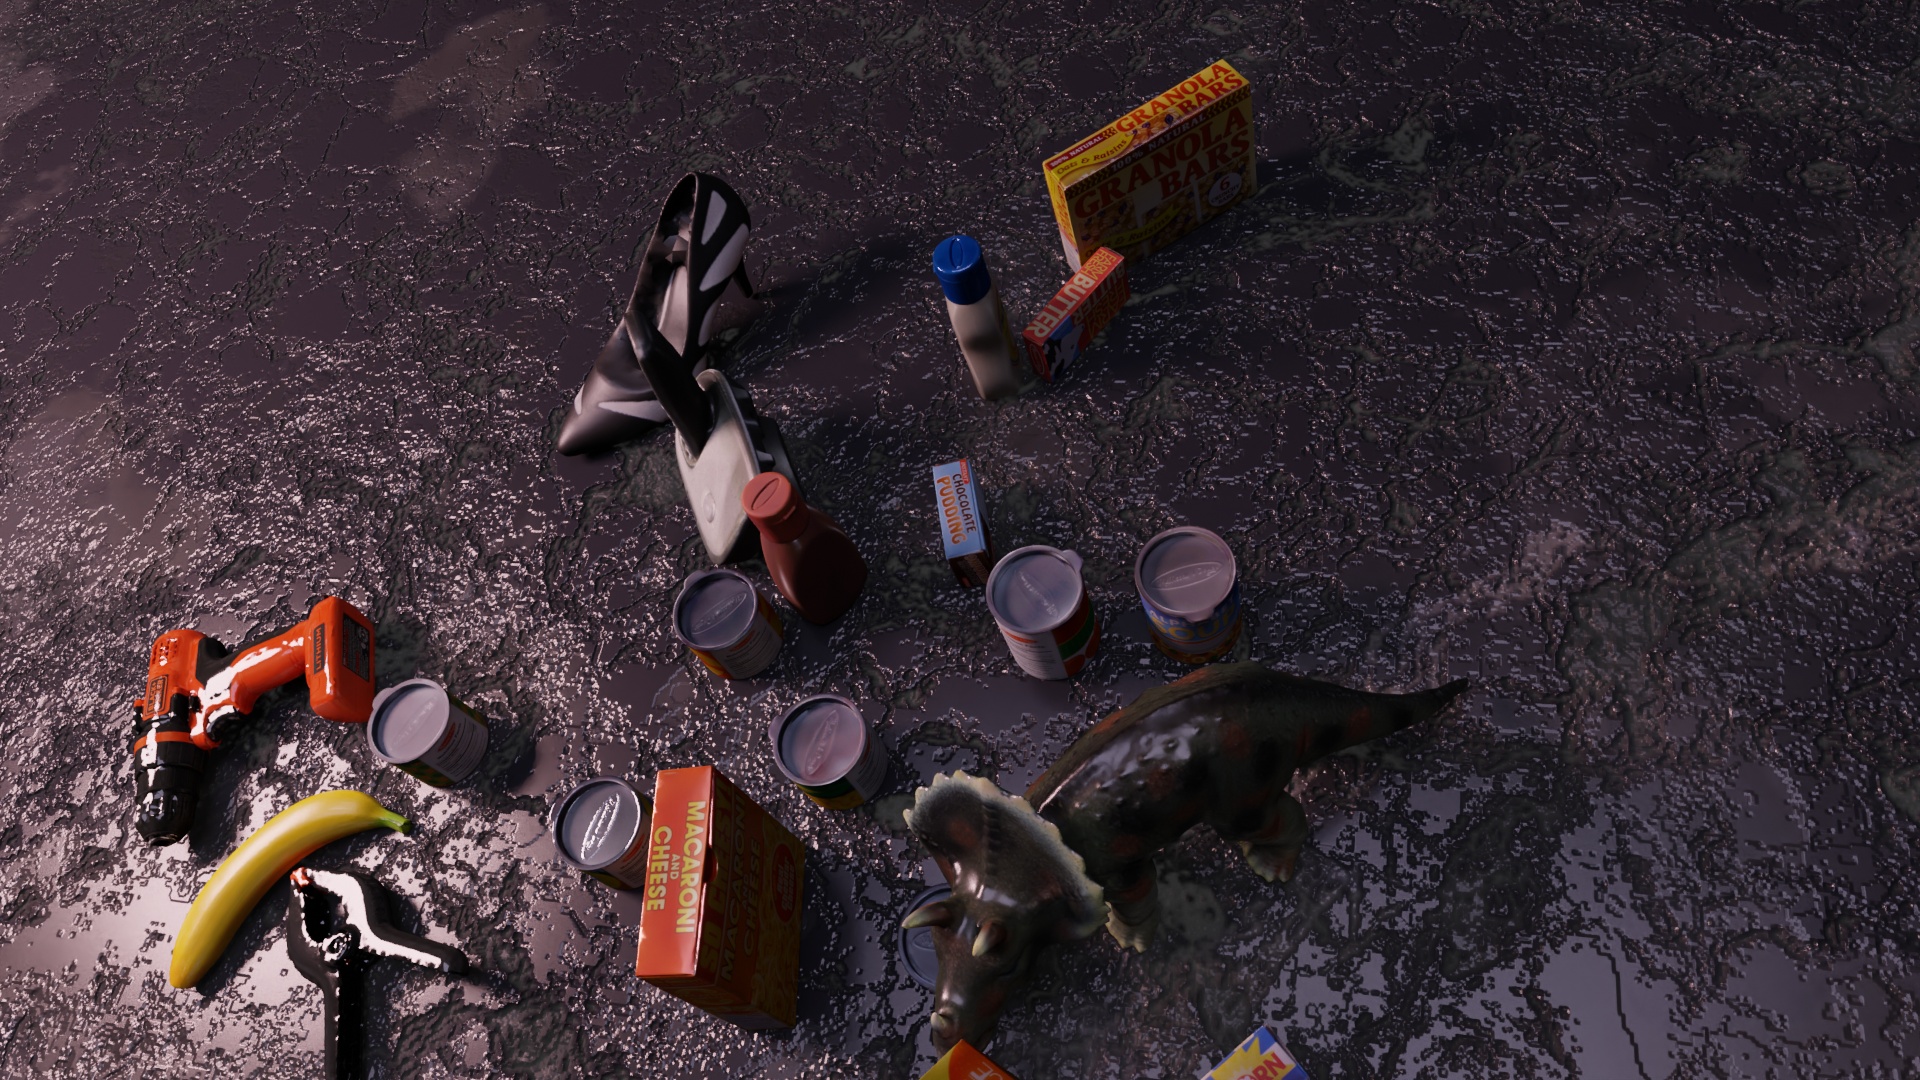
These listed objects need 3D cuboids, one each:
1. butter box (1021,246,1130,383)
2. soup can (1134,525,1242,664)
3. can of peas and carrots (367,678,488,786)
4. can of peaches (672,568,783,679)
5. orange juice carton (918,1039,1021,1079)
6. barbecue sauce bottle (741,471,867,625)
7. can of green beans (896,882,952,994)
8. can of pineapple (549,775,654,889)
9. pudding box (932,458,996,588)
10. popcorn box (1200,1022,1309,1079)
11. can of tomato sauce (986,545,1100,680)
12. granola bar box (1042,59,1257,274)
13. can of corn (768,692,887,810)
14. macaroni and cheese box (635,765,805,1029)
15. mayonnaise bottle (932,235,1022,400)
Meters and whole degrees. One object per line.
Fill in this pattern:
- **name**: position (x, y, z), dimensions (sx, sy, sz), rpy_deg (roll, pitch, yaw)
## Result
- **butter box**: position (0.093, -0.178, 1.098), dimensions (0.024, 0.053, 0.104), rpy_deg (34, 74, 28)
- **soup can**: position (0.156, 0.041, 0.939), dimensions (0.071, 0.083, 0.071), rpy_deg (-6, 60, 11)
- **can of peas and carrots**: position (-0.400, 0.144, 1.042), dimensions (0.071, 0.058, 0.071), rpy_deg (-6, 60, 11)
- **can of peaches**: position (-0.172, 0.061, 1.029), dimensions (0.071, 0.058, 0.071), rpy_deg (-6, 60, 11)
- **orange juice carton**: position (0.018, 0.328, 0.750), dimensions (0.072, 0.192, 0.073), rpy_deg (31, 73, 27)
- **barbecue sauce bottle**: position (-0.113, 0.004, 0.993), dimensions (0.044, 0.148, 0.065), rpy_deg (32, 74, 27)
- **can of green beans**: position (-0.001, 0.255, 0.875), dimensions (0.071, 0.057, 0.071), rpy_deg (-6, 60, 11)
- **can of pineapple**: position (-0.242, 0.203, 0.967), dimensions (0.071, 0.057, 0.071), rpy_deg (-6, 60, 11)
- **pudding box**: position (0.004, -0.013, 1.030), dimensions (0.030, 0.049, 0.084), rpy_deg (-14, 59, 7)
- **popcorn box**: position (0.138, 0.333, 0.779), dimensions (0.127, 0.085, 0.038), rpy_deg (-38, 59, -8)
- **can of tomato sauce**: position (0.060, 0.050, 0.960), dimensions (0.071, 0.082, 0.071), rpy_deg (-6, 60, 11)
- **granola bar box**: position (0.153, -0.288, 1.102), dimensions (0.166, 0.123, 0.039), rpy_deg (-31, 59, -3)
- **can of corn**: position (-0.091, 0.146, 0.960), dimensions (0.071, 0.058, 0.071), rpy_deg (-6, 60, 11)
- **macaroni and cheese box**: position (-0.143, 0.226, 0.865), dimensions (0.040, 0.165, 0.124), rpy_deg (-7, 60, 11)
- **mayonnaise bottle**: position (0.014, -0.171, 1.058), dimensions (0.041, 0.147, 0.065), rpy_deg (-10, 60, 9)
